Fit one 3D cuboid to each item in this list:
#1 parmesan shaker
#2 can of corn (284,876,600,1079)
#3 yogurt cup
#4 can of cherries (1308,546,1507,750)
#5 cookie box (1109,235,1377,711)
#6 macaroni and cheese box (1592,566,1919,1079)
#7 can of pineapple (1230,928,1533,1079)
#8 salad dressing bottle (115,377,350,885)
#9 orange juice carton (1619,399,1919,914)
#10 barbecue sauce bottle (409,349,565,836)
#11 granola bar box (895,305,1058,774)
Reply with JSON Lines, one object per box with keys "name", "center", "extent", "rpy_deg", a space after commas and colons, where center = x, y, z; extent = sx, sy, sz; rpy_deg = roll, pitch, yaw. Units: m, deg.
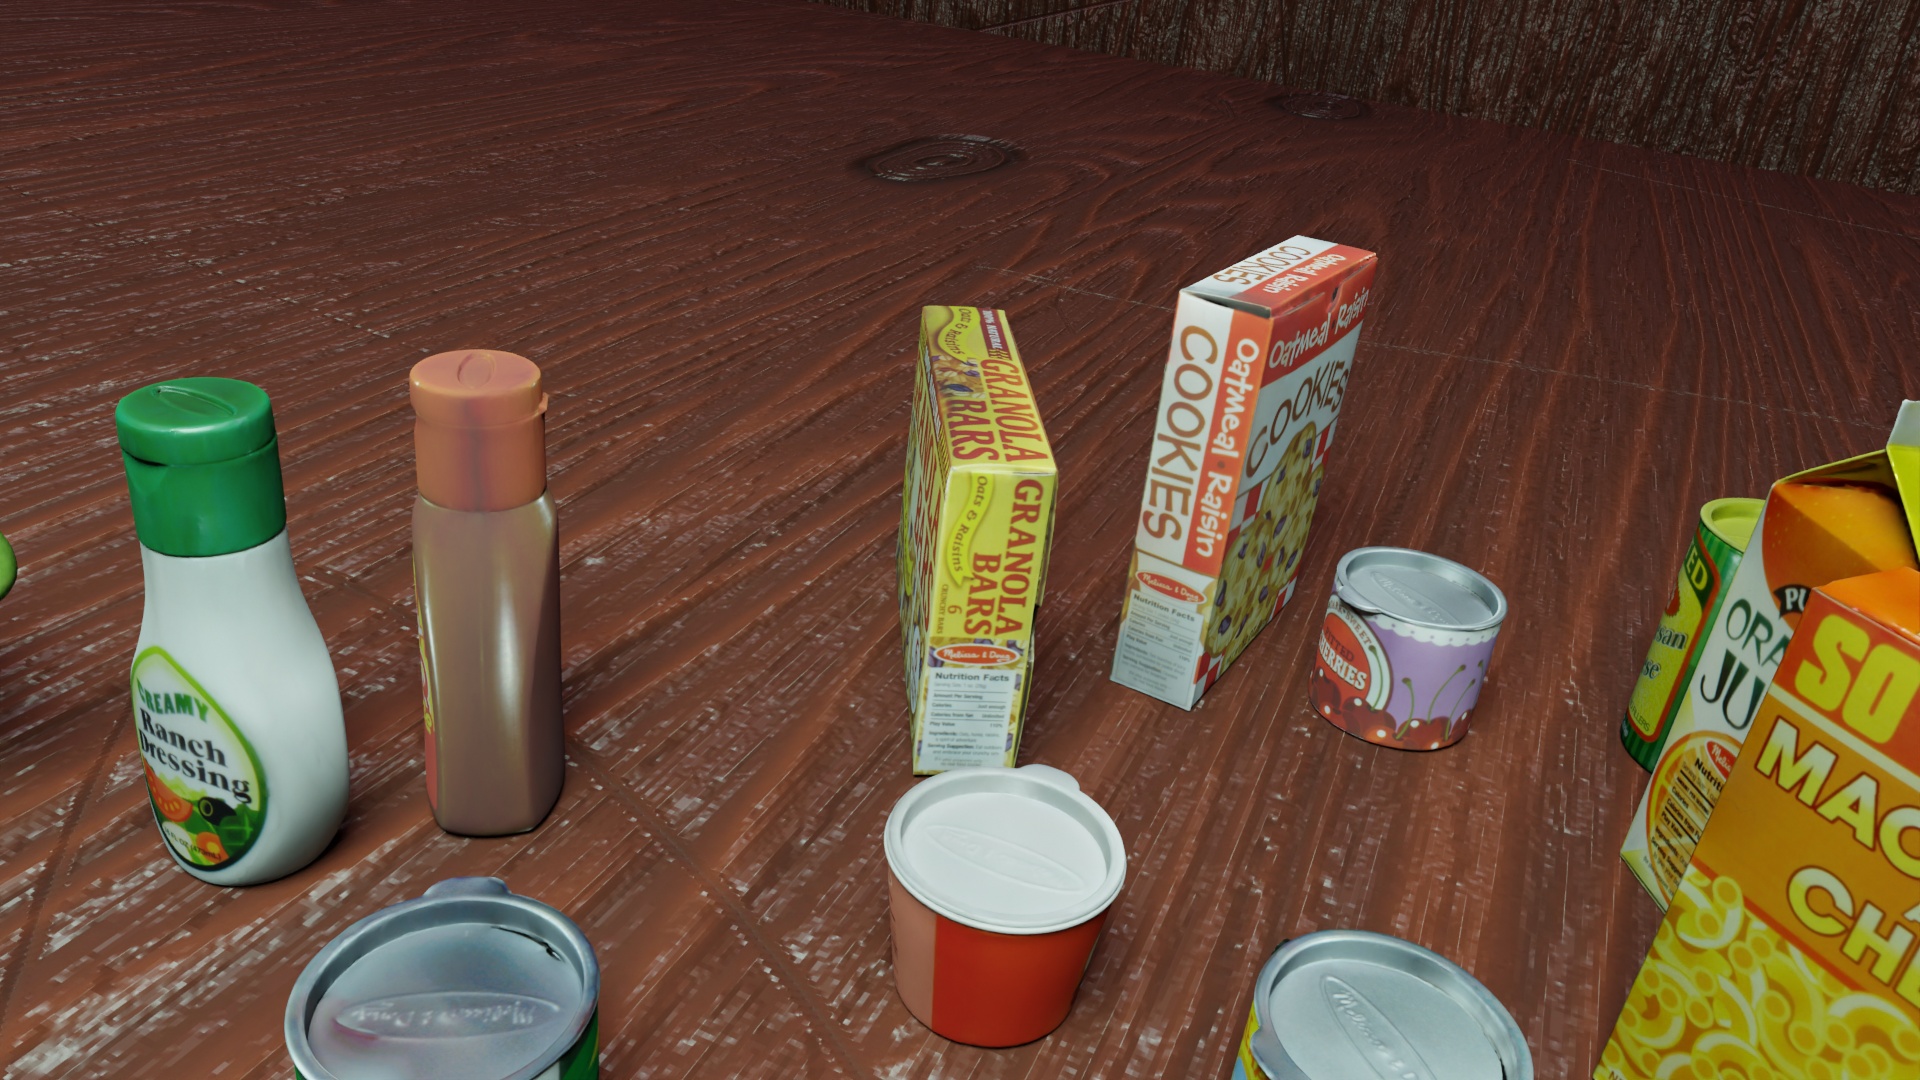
{"name": "parmesan shaker", "center": [0.304, 0.045, 0.537], "extent": [0.071, 0.102, 0.071], "rpy_deg": [6, 27, -3]}
{"name": "can of corn", "center": [-0.118, 0.125, 0.326], "extent": [0.071, 0.058, 0.071], "rpy_deg": [6, 27, -3]}
{"name": "yogurt cup", "center": [0.010, 0.106, 0.399], "extent": [0.072, 0.053, 0.073], "rpy_deg": [6, 27, -3]}
{"name": "can of cherries", "center": [0.176, 0.043, 0.558], "extent": [0.071, 0.058, 0.072], "rpy_deg": [6, 27, -3]}
{"name": "cookie box", "center": [0.117, -0.031, 0.568], "extent": [0.040, 0.166, 0.123], "rpy_deg": [21, 30, 25]}
{"name": "macaroni and cheese box", "center": [0.234, 0.109, 0.326], "extent": [0.040, 0.165, 0.124], "rpy_deg": [-7, 30, -26]}
{"name": "can of pineapple", "center": [0.099, 0.142, 0.347], "extent": [0.071, 0.057, 0.071], "rpy_deg": [6, 27, -3]}
{"name": "salad dressing bottle", "center": [-0.208, 0.028, 0.395], "extent": [0.064, 0.147, 0.044], "rpy_deg": [18, 29, 21]}
{"name": "orange juice carton", "center": [0.283, 0.047, 0.429], "extent": [0.072, 0.191, 0.073], "rpy_deg": [3, 27, -8]}
{"name": "barbecue sauce bottle", "center": [-0.147, 0.016, 0.433], "extent": [0.044, 0.147, 0.065], "rpy_deg": [0, 27, -14]}
{"name": "granola bar box", "center": [0.002, -0.007, 0.540], "extent": [0.039, 0.123, 0.166], "rpy_deg": [4, 27, -7]}
